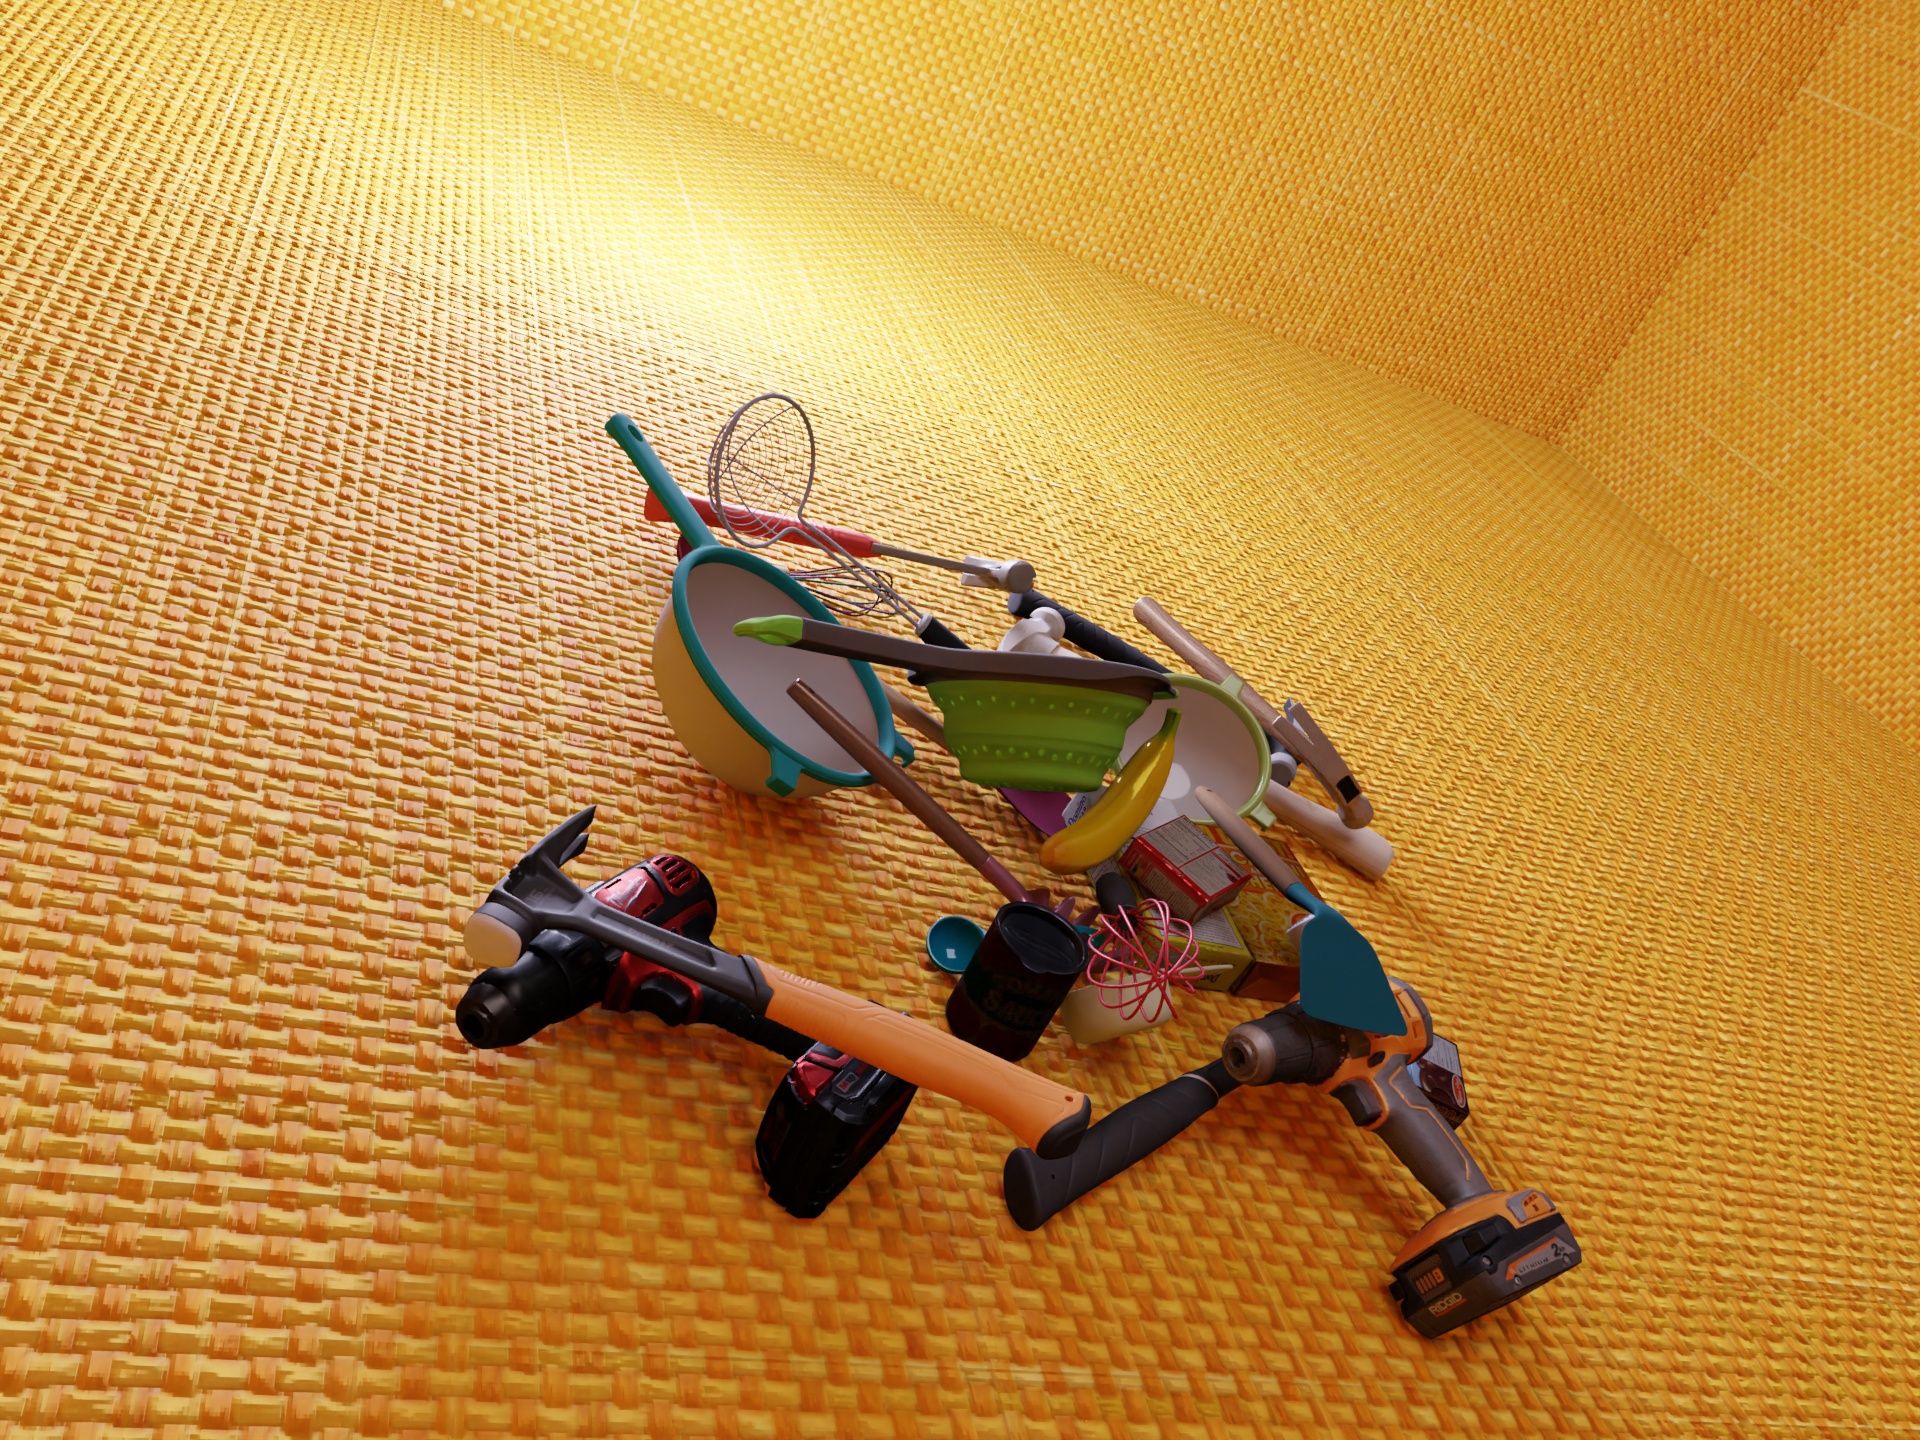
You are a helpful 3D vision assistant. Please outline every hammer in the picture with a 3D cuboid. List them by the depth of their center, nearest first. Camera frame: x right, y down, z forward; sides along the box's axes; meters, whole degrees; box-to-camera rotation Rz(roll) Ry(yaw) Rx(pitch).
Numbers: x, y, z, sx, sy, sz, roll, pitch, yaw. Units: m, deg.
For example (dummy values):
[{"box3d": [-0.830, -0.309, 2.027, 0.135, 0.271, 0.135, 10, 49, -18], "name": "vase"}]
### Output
[{"box3d": [-0.087, 0.148, 0.856, 0.337, 0.034, 0.127, 23, 28, 3], "name": "hammer"}, {"box3d": [0.171, 0.245, 1.057, 0.409, 0.036, 0.149, -14, 69, -46], "name": "hammer"}, {"box3d": [-0.116, -0.167, 1.469, 0.359, 0.037, 0.149, 9, 4, -25], "name": "hammer"}, {"box3d": [0.215, 0.030, 1.480, 0.411, 0.038, 0.146, 32, 30, 8], "name": "hammer"}, {"box3d": [0.263, -0.028, 1.507, 0.332, 0.031, 0.129, 49, -2, 45], "name": "hammer"}, {"box3d": [0.196, -0.049, 1.597, 0.335, 0.035, 0.146, 30, 29, 5], "name": "hammer"}]

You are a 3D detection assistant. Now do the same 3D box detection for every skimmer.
[{"box3d": [-0.065, -0.125, 1.346, 0.363, 0.090, 0.127, 39, 64, -16], "name": "skimmer"}]

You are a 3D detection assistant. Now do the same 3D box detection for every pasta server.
[{"box3d": [0.002, 0.076, 1.124, 0.316, 0.040, 0.060, 43, 14, -11], "name": "pasta server"}]

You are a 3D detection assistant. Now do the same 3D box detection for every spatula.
[{"box3d": [0.228, 0.123, 1.161, 0.082, 0.044, 0.318, 14, 17, -18], "name": "spatula"}]

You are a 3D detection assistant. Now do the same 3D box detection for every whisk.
[{"box3d": [0.111, 0.137, 1.044, 0.073, 0.073, 0.296, 27, 4, -2], "name": "whisk"}, {"box3d": [-0.140, -0.122, 1.378, 0.051, 0.047, 0.244, 3, -2, 41], "name": "whisk"}]

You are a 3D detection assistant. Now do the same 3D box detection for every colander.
[{"box3d": [-0.002, -0.004, 1.176, 0.396, 0.094, 0.204, 10, -7, -43], "name": "colander"}]

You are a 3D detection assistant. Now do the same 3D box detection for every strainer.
[{"box3d": [-0.188, -0.069, 1.170, 0.340, 0.095, 0.211, 55, 24, 11], "name": "strainer"}, {"box3d": [0.140, 0.039, 1.383, 0.256, 0.069, 0.152, -1, 61, -14], "name": "strainer"}]

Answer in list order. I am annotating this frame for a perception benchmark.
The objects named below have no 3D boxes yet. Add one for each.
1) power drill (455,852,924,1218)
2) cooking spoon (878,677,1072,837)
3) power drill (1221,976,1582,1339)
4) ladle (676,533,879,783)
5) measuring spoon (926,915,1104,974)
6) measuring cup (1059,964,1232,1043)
[{"box3d": [-0.146, 0.173, 0.883, 0.227, 0.080, 0.188, 32, 28, 14], "name": "power drill"}, {"box3d": [-0.020, 0.009, 1.304, 0.319, 0.017, 0.069, 36, 32, 4], "name": "cooking spoon"}, {"box3d": [0.278, 0.275, 1.033, 0.185, 0.084, 0.226, 0, 51, -41], "name": "power drill"}, {"box3d": [-0.147, -0.052, 1.310, 0.069, 0.031, 0.316, 3, 38, -51], "name": "ladle"}, {"box3d": [0.037, 0.156, 1.097, 0.128, 0.021, 0.042, 0, 57, -16], "name": "measuring spoon"}, {"box3d": [0.138, 0.194, 1.099, 0.167, 0.083, 0.038, 0, 71, -43], "name": "measuring cup"}]
